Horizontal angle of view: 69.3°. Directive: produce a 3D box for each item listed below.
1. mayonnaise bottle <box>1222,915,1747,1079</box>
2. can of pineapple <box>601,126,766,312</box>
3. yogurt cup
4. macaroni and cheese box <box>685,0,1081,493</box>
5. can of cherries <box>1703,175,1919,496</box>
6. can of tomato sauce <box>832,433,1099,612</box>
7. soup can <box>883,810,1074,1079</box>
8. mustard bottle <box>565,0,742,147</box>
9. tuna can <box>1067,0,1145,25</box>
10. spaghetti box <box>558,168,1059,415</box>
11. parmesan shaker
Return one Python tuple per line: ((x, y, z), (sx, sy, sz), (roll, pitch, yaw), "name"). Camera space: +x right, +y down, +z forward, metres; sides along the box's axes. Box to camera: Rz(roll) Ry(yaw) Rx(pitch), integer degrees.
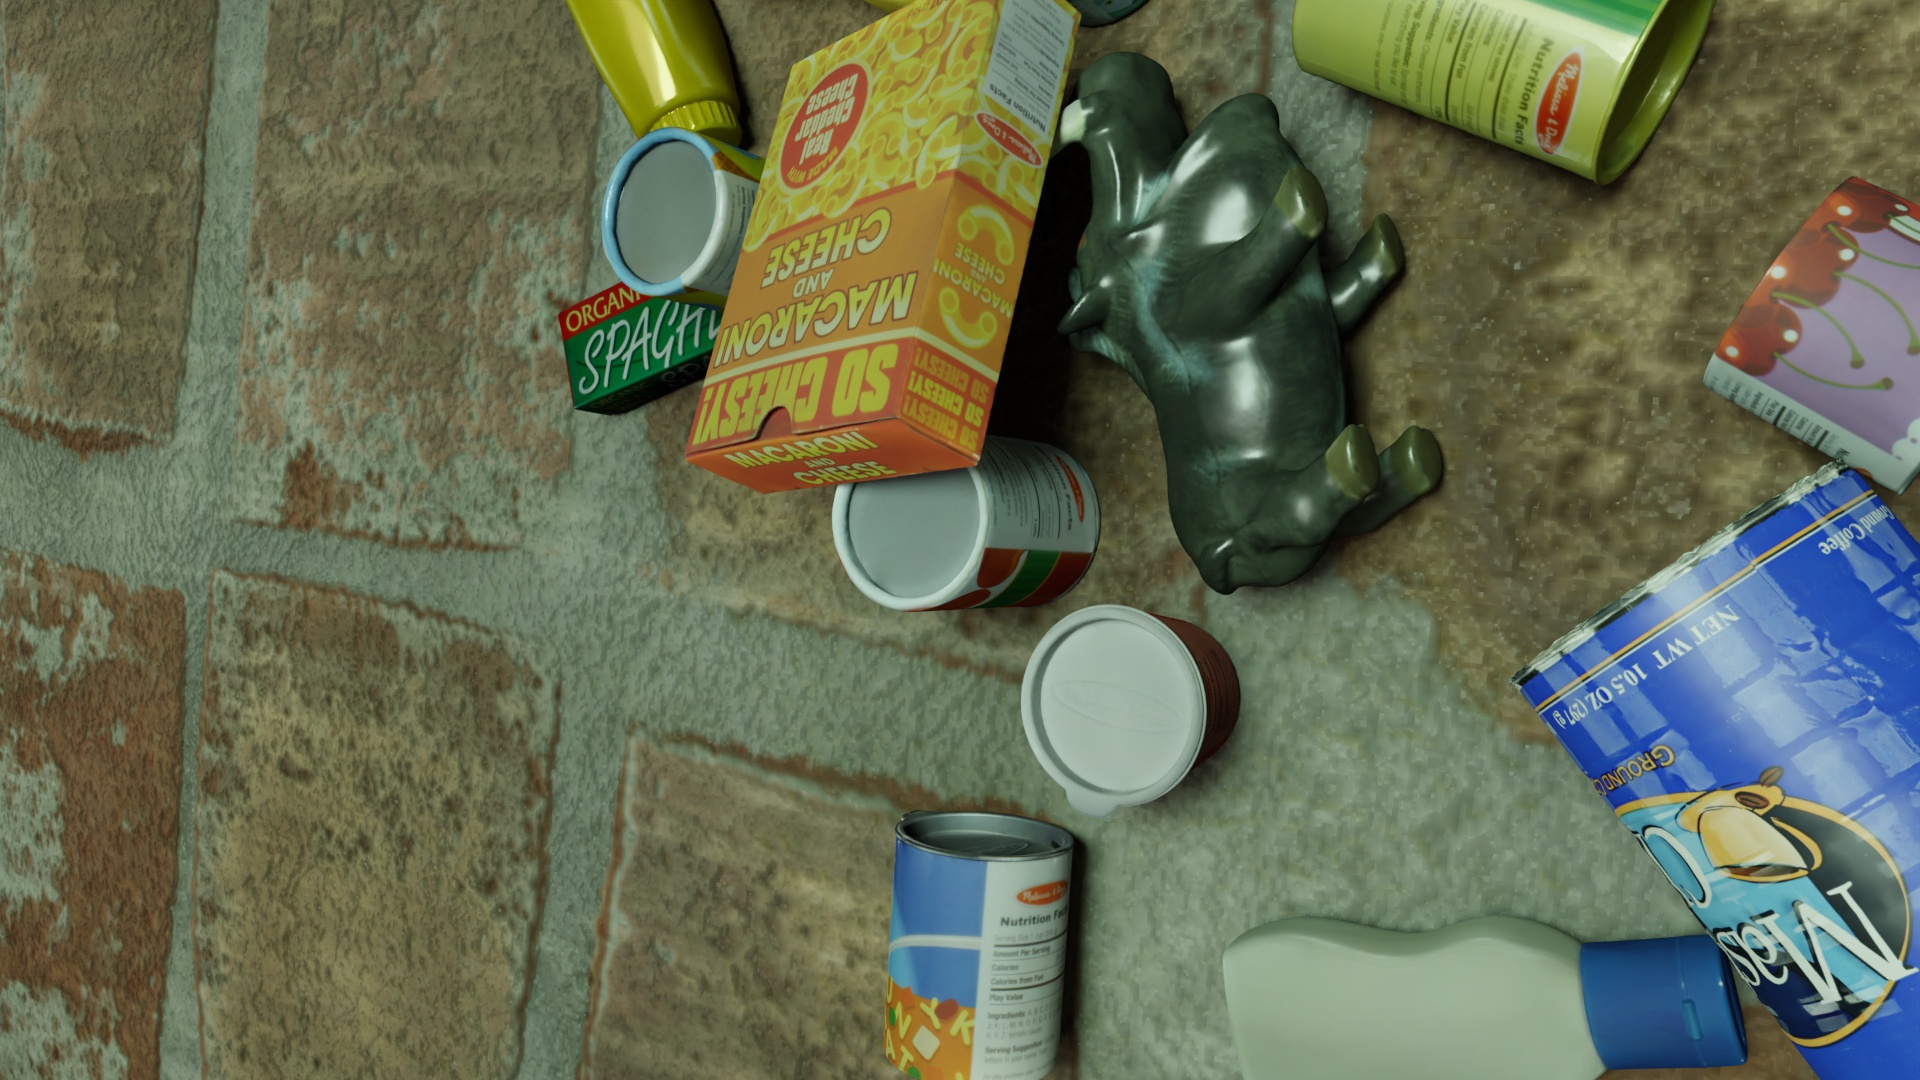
((0.160, 0.147, 0.435), (0.148, 0.041, 0.065), (-14, 83, 30), "mayonnaise bottle")
((-0.101, -0.126, 0.554), (0.071, 0.058, 0.071), (-1, 88, 32), "can of pineapple")
((0.063, 0.056, 0.487), (0.072, 0.054, 0.072), (0, 89, 32), "yogurt cup")
((-0.030, -0.104, 0.483), (0.123, 0.040, 0.167), (-5, 66, 48), "macaroni and cheese box")
((0.246, -0.057, 0.370), (0.058, 0.071, 0.071), (40, 109, 27), "can of cherries")
((0.002, -0.006, 0.509), (0.071, 0.083, 0.071), (-1, 89, 31), "can of tomato sauce")
((0.005, 0.149, 0.515), (0.071, 0.071, 0.083), (5, 92, 32), "soup can")
((-0.132, -0.214, 0.608), (0.048, 0.065, 0.160), (-27, 80, 25), "mustard bottle")
((0.047, -0.230, 0.514), (0.071, 0.033, 0.071), (0, 89, 32), "tuna can")
((-0.075, -0.113, 0.590), (0.249, 0.029, 0.050), (-17, 79, 30), "spaghetti box")
((0.163, -0.160, 0.421), (0.103, 0.071, 0.071), (34, 106, 28), "parmesan shaker")
